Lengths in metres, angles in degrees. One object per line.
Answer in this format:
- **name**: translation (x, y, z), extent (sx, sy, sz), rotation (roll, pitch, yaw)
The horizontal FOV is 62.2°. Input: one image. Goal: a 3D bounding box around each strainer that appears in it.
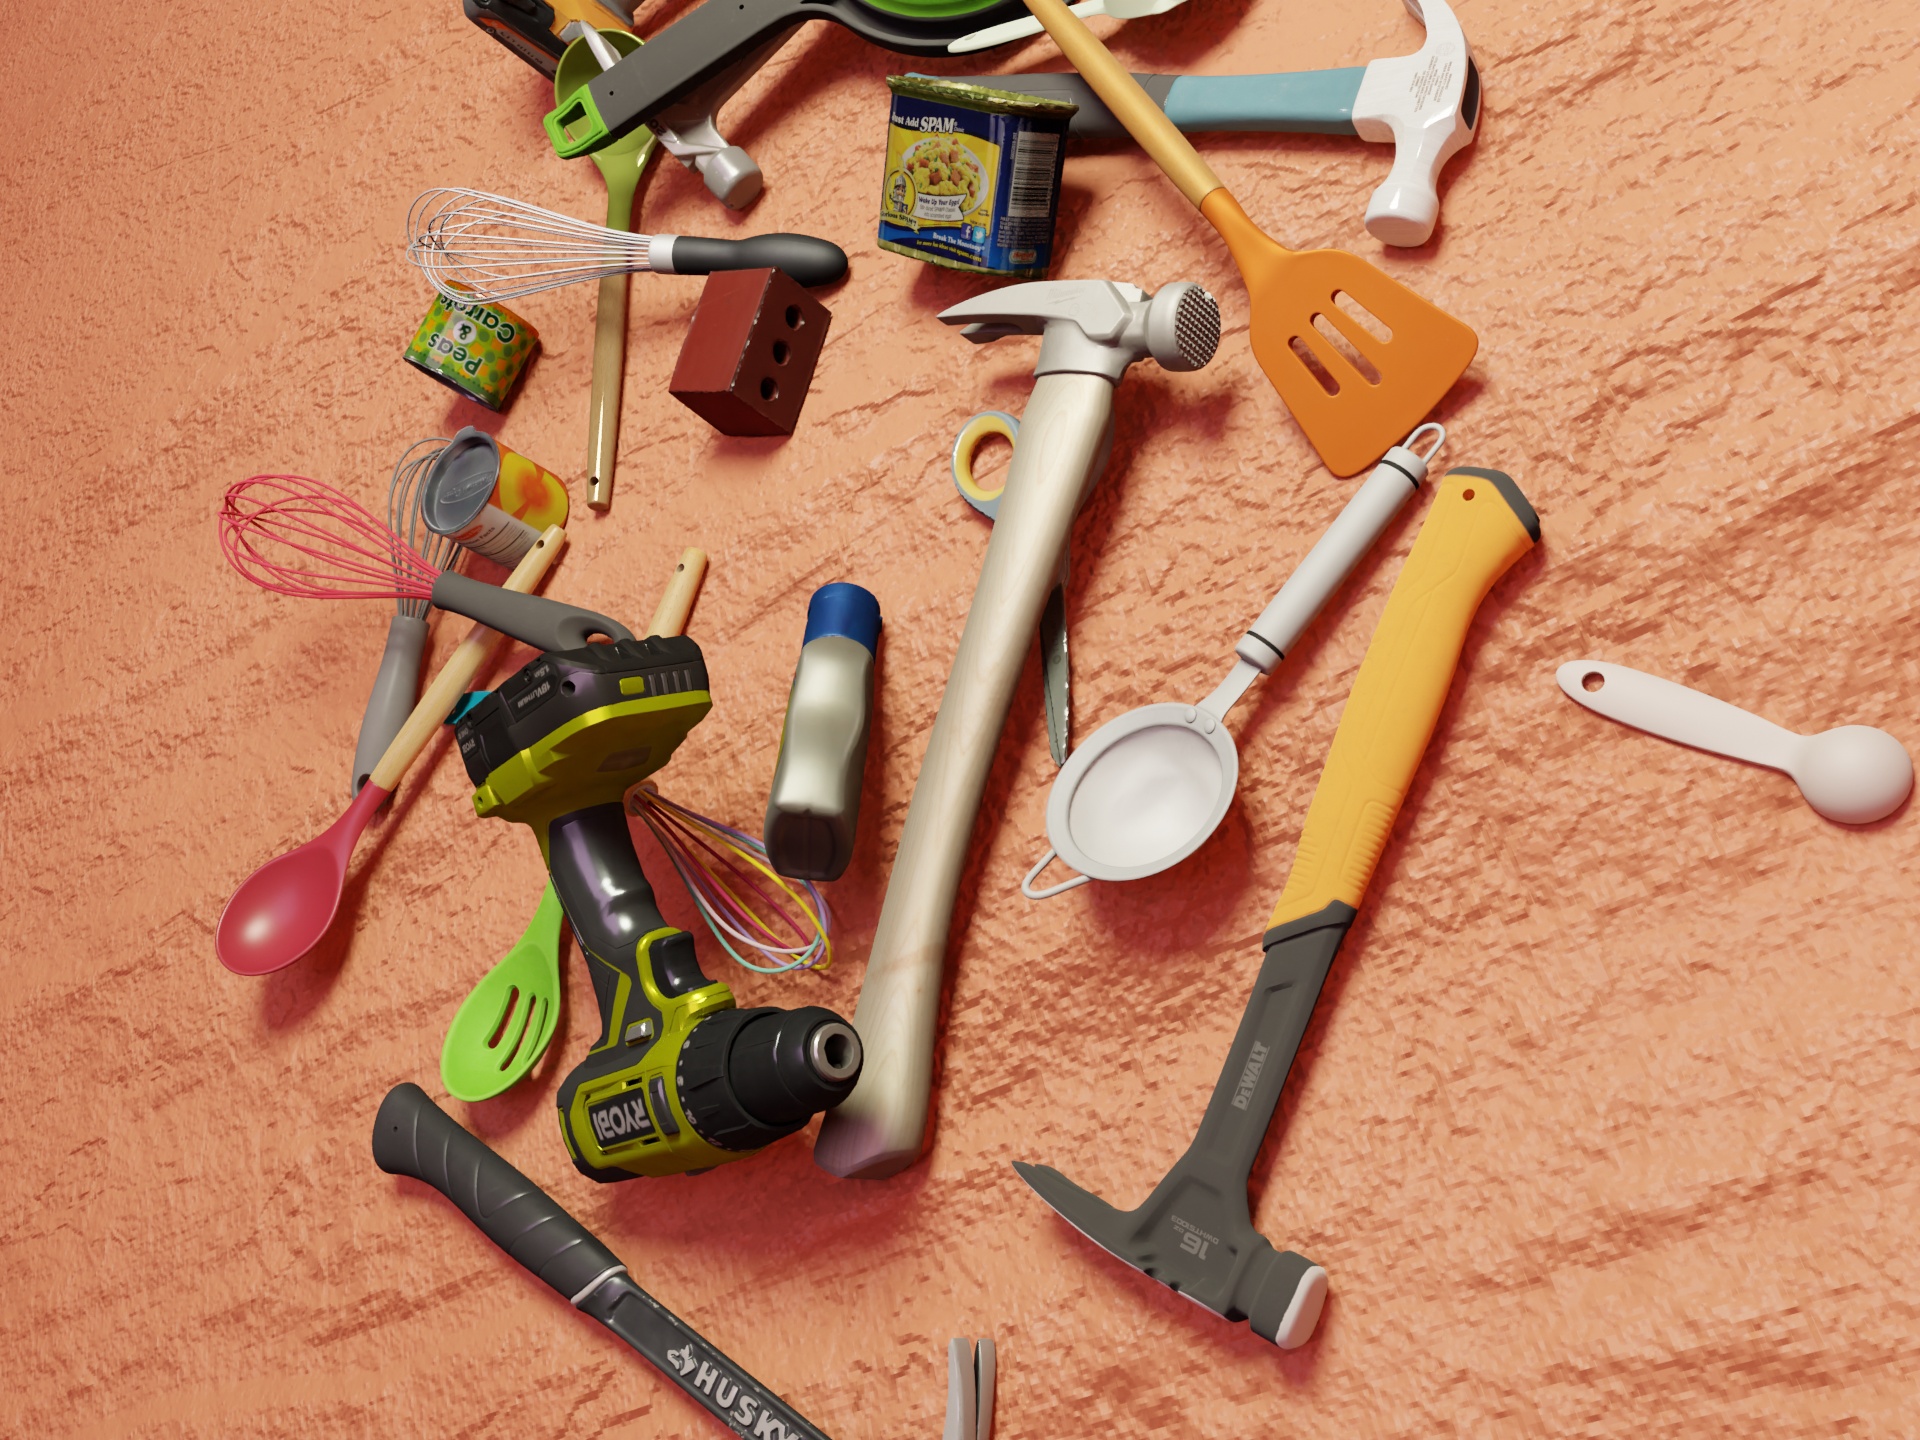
- **strainer**: translation (0.120, -0.020, 0.655), extent (0.258, 0.050, 0.087), rotation (-52, 41, -1)

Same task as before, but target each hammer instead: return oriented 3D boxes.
- **hammer**: translation (-0.001, -0.002, 0.716), extent (0.146, 0.038, 0.411), rotation (11, 82, 41)
- **hammer**: translation (-0.055, -0.474, 0.931), extent (0.359, 0.036, 0.149), rotation (-41, 79, 10)
- **hammer**: translation (0.137, 0.055, 0.617), extent (0.127, 0.034, 0.337), rotation (20, 83, 36)
- **hammer**: translation (0.095, -0.304, 0.787), extent (0.331, 0.033, 0.128), rotation (16, 82, 37)
- **hammer**: translation (-0.152, 0.264, 0.728), extent (0.409, 0.036, 0.149), rotation (21, 83, 38)

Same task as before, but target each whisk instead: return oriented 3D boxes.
- **whisk**: translation (-0.314, -0.082, 0.919), extent (0.296, 0.073, 0.073), rotation (19, 83, 17)
- **whisk**: translation (-0.146, 0.053, 0.791), extent (0.245, 0.047, 0.051), rotation (33, 82, 33)
- **whisk**: translation (-0.341, -0.060, 0.976), extent (0.055, 0.055, 0.239), rotation (1, 77, 34)
- **whisk**: translation (-0.199, -0.273, 0.923), extent (0.284, 0.070, 0.070), rotation (7, 75, 17)

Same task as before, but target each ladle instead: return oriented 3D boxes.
- **ladle**: translation (-0.326, 0.015, 0.932), extent (0.069, 0.031, 0.315), rotation (33, 86, 24)
- **ladle**: translation (-0.219, -0.280, 0.975), extent (0.078, 0.062, 0.320), rotation (-6, 71, 16)

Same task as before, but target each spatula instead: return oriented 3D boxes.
- **spatula**: translation (0.109, -0.248, 0.727), extent (0.081, 0.041, 0.323), rotation (-47, 56, 28)

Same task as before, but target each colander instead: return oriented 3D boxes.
- **colander**: translation (-0.081, -0.434, 0.864), extent (0.397, 0.094, 0.204), rotation (-28, 78, 14)

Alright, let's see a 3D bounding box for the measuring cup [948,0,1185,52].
- **measuring cup**: translation (0.062, -0.381, 0.811), extent (0.167, 0.038, 0.083), rotation (-6, 42, 27)

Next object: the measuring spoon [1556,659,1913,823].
- **measuring spoon**: translation (0.267, 0.001, 0.561), extent (0.124, 0.018, 0.034), rotation (26, 87, 39)

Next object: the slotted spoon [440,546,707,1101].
- **slotted spoon**: translation (-0.196, 0.052, 0.847), extent (0.070, 0.031, 0.314), rotation (12, 77, 36)

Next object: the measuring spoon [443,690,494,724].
- **measuring spoon**: translation (-0.264, -0.004, 0.925), extent (0.129, 0.021, 0.042), rotation (-2, 63, 43)

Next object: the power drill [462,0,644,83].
- **power drill**: translation (-0.216, -0.513, 0.985), extent (0.226, 0.185, 0.084), rotation (-28, 60, 26)

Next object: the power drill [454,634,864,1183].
- **power drill**: translation (-0.132, 0.083, 0.697), extent (0.190, 0.080, 0.228), rotation (-27, 78, 46)
